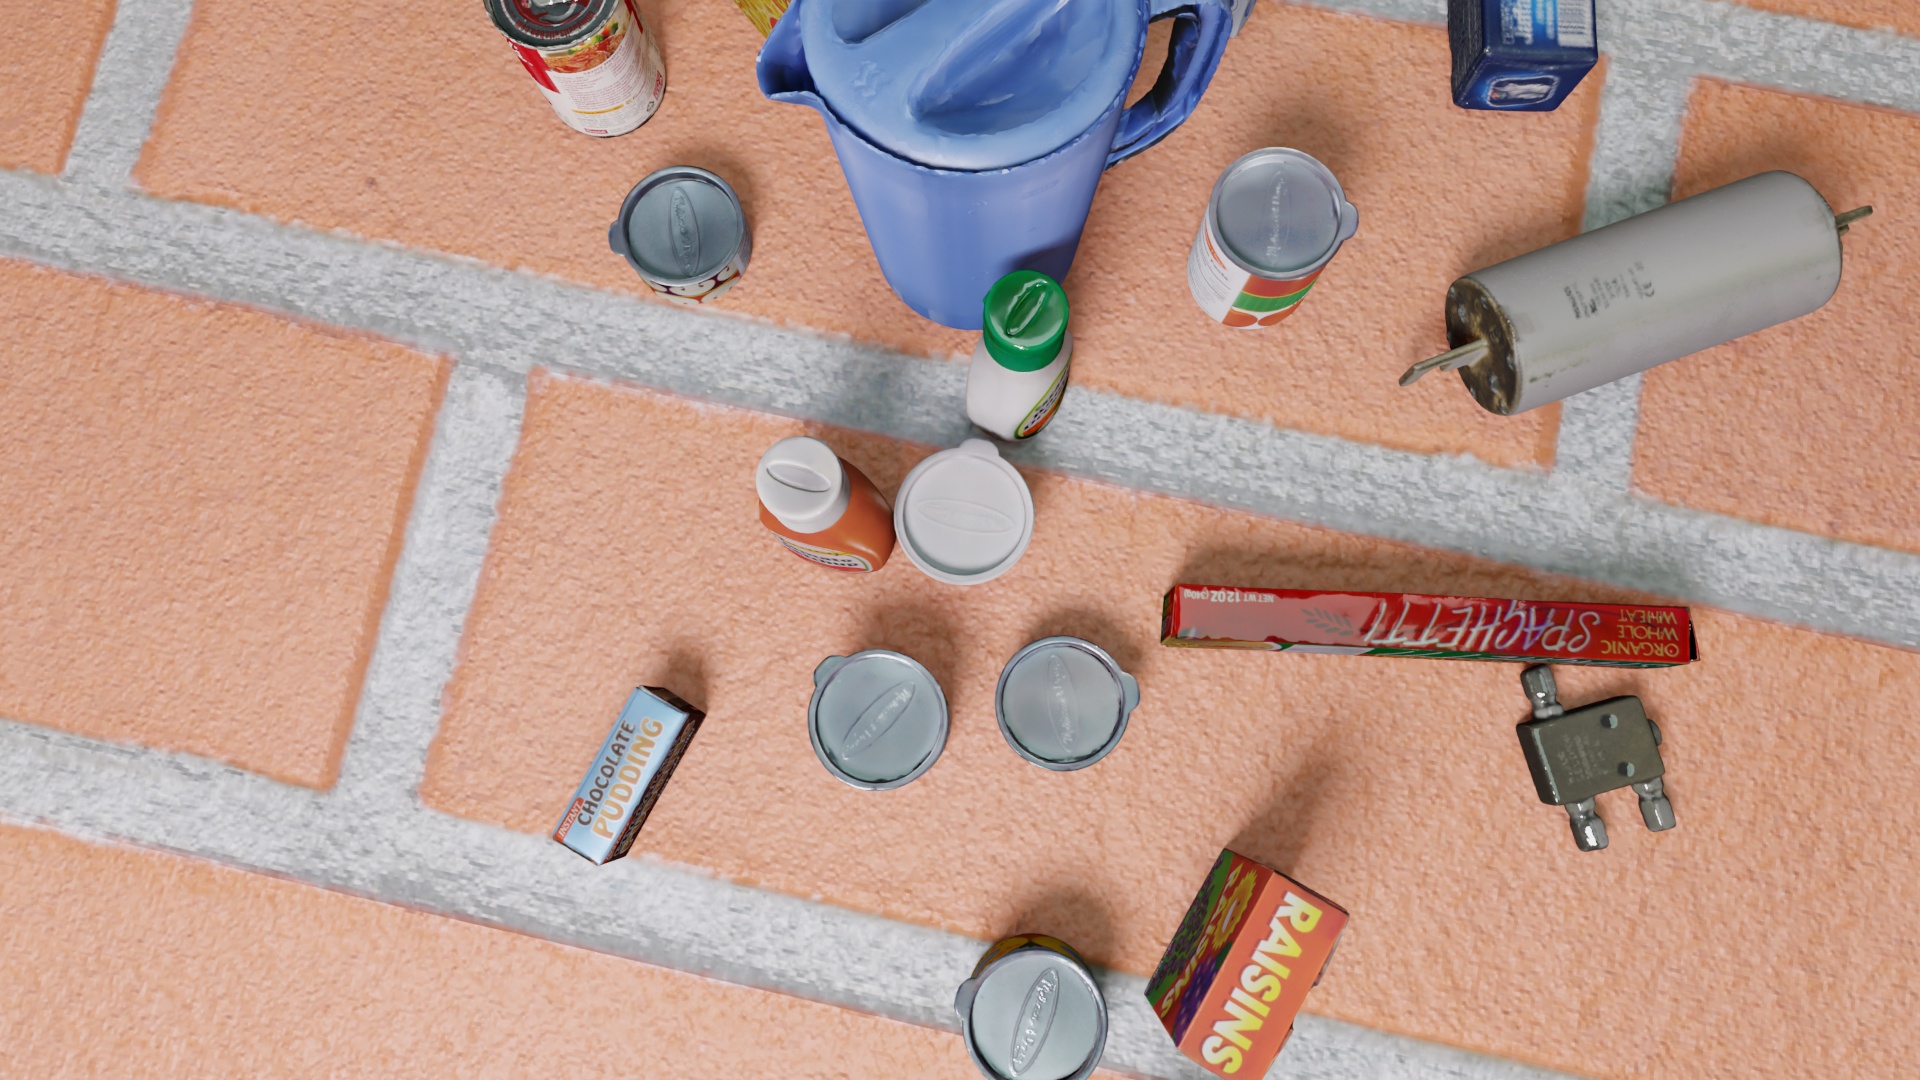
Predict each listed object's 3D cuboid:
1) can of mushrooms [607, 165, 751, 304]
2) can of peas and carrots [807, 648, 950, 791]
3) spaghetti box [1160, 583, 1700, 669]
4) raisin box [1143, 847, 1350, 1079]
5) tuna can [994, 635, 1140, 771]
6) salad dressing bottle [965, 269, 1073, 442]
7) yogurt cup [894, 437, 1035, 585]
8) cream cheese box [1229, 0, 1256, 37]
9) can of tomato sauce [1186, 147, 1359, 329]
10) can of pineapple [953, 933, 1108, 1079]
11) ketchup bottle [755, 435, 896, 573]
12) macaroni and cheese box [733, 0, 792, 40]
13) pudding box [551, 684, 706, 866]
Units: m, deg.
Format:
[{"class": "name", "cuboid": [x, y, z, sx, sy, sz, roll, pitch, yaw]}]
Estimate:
[{"class": "can of mushrooms", "cuboid": [-0.147, -0.160, 0.732, 0.071, 0.033, 0.071, 0, 81, 1]}, {"class": "can of peas and carrots", "cuboid": [-0.040, 0.086, 0.676, 0.071, 0.058, 0.071, 0, 81, 1]}, {"class": "spaghetti box", "cuboid": [0.226, 0.043, 0.682, 0.250, 0.050, 0.029, 2, 81, 2]}, {"class": "raisin box", "cuboid": [0.125, 0.189, 0.624, 0.040, 0.123, 0.086, 31, 83, 6]}, {"class": "tuna can", "cuboid": [0.052, 0.081, 0.689, 0.071, 0.033, 0.071, 0, 81, 1]}, {"class": "salad dressing bottle", "cuboid": [0.029, -0.087, 0.658, 0.044, 0.147, 0.064, 35, 84, 6]}, {"class": "yogurt cup", "cuboid": [0.002, -0.009, 0.693, 0.072, 0.054, 0.072, 0, 81, 1]}, {"class": "cream cheese box", "cuboid": [0.112, -0.312, 0.741, 0.104, 0.053, 0.024, 29, 83, 6]}, {"class": "can of tomato sauce", "cuboid": [0.154, -0.149, 0.699, 0.071, 0.083, 0.071, 0, 81, 1]}, {"class": "can of pineapple", "cuboid": [0.033, 0.221, 0.653, 0.071, 0.058, 0.071, 0, 81, 1]}, {"class": "ketchup bottle", "cuboid": [-0.065, -0.016, 0.648, 0.065, 0.148, 0.043, 16, 82, 4]}, {"class": "macaroni and cheese box", "cuboid": [-0.084, -0.285, 0.683, 0.040, 0.166, 0.124, -39, 82, -4]}, {"class": "pudding box", "cuboid": [-0.161, 0.114, 0.679, 0.030, 0.049, 0.084, 28, 83, 5]}]
